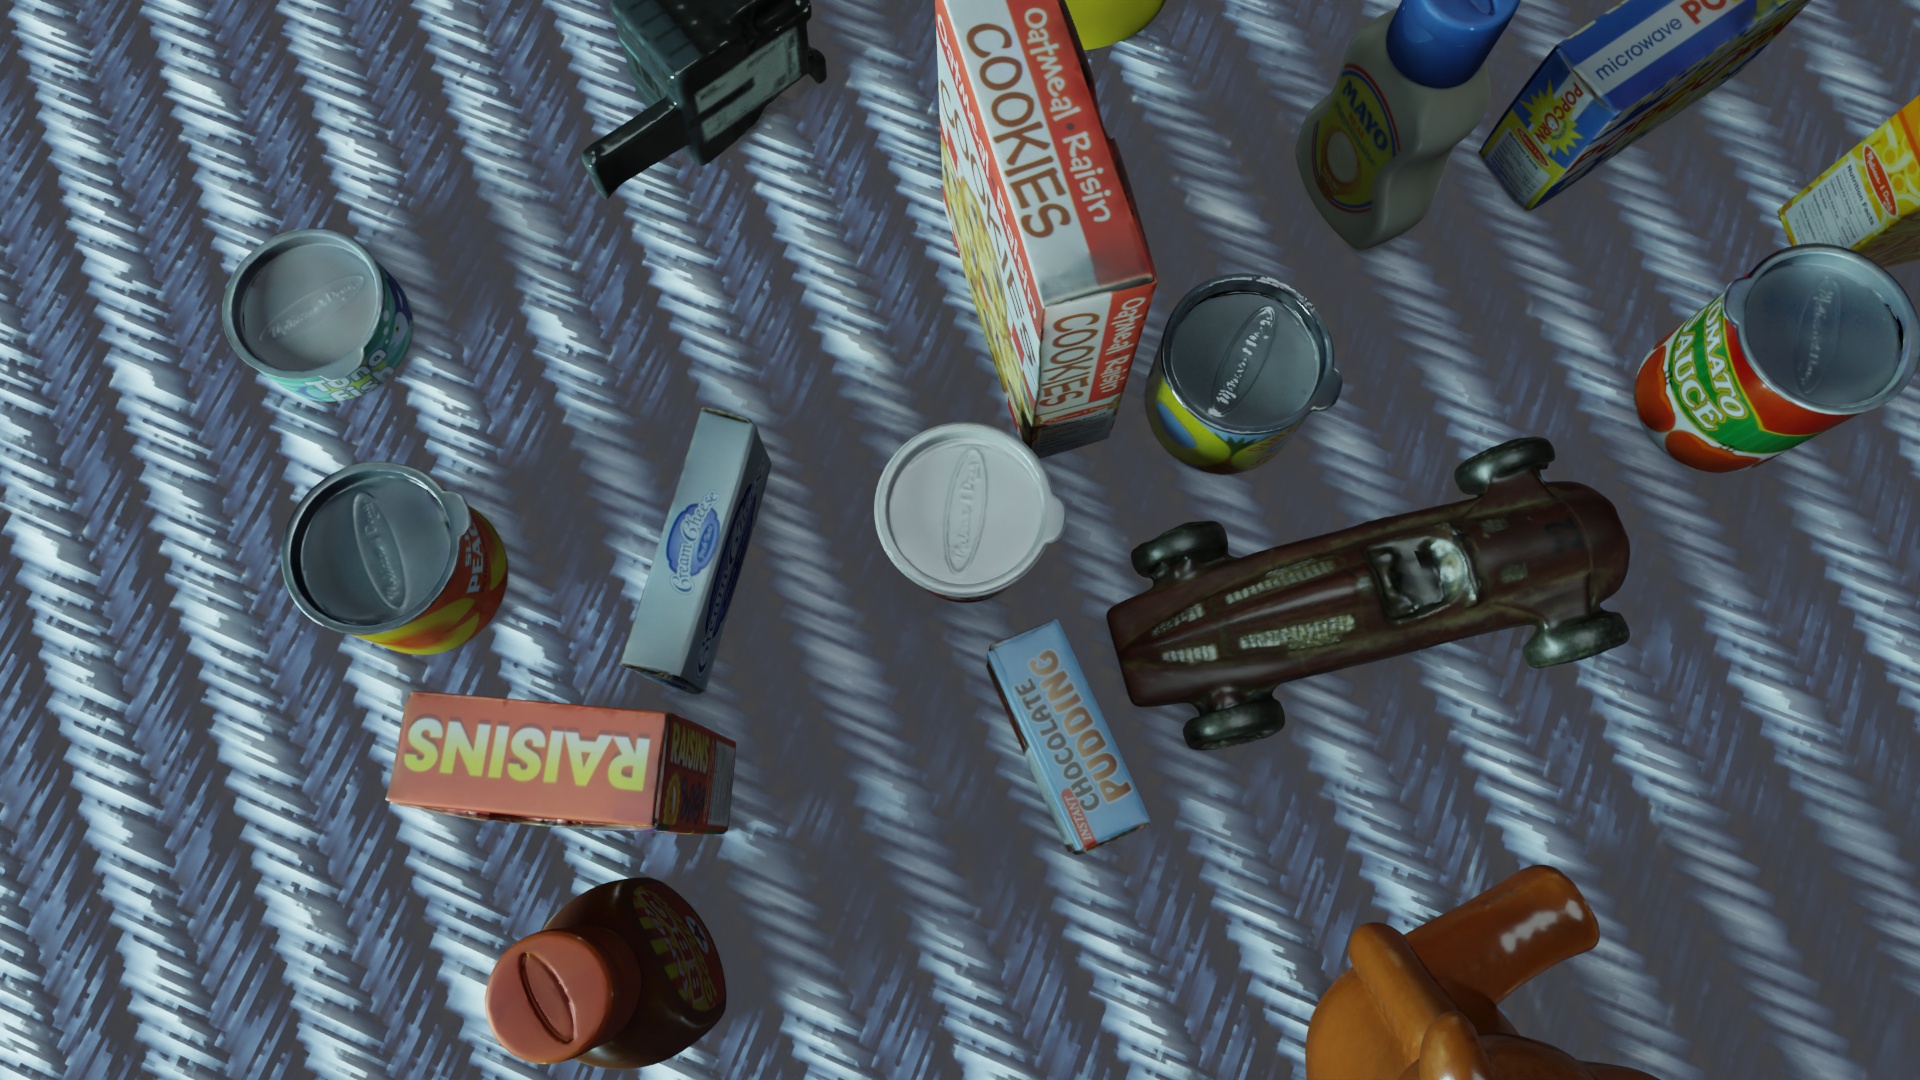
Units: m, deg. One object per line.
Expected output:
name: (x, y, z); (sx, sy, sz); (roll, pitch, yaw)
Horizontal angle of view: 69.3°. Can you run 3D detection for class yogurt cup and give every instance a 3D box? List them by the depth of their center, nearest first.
yogurt cup: (0.002, -0.007, 0.544); (0.072, 0.054, 0.072); (0, 76, 0)

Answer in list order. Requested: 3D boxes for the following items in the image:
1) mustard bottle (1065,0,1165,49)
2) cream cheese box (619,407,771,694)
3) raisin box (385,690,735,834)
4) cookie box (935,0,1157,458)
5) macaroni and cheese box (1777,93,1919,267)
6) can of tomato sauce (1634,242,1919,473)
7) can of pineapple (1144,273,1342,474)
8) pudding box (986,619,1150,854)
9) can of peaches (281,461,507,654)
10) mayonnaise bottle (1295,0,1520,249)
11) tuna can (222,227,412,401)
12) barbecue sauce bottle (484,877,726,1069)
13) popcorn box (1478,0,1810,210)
mustard bottle: (0.056, -0.258, 0.551); (0.065, 0.160, 0.049); (-14, 77, -3)
cream cheese box: (-0.101, 0.006, 0.542); (0.024, 0.053, 0.104); (14, 77, 4)
raisin box: (-0.133, 0.081, 0.488); (0.086, 0.123, 0.040); (5, 77, 2)
cookie box: (0.027, -0.113, 0.512); (0.040, 0.167, 0.123); (-16, 77, -3)
macaroni and cheese box: (0.417, -0.158, 0.521); (0.124, 0.166, 0.040); (-13, 77, -3)
can of tomato sauce: (0.312, -0.068, 0.542); (0.071, 0.083, 0.071); (0, 77, 1)
can of pineapple: (0.111, -0.064, 0.555); (0.071, 0.057, 0.071); (0, 76, 0)
pudding box: (0.039, 0.075, 0.526); (0.030, 0.049, 0.084); (-23, 77, -5)
can of peaches: (-0.215, 0.008, 0.540); (0.071, 0.058, 0.071); (0, 76, 0)
mayonnaise bottle: (0.170, -0.170, 0.535); (0.041, 0.147, 0.065); (-26, 78, -5)
tuna can: (-0.265, -0.091, 0.578); (0.071, 0.032, 0.071); (0, 76, 0)
barbecue sauce bottle: (-0.115, 0.145, 0.459); (0.044, 0.148, 0.065); (-31, 78, -6)
popcorn box: (0.287, -0.199, 0.573); (0.127, 0.085, 0.038); (-34, 79, -7)
